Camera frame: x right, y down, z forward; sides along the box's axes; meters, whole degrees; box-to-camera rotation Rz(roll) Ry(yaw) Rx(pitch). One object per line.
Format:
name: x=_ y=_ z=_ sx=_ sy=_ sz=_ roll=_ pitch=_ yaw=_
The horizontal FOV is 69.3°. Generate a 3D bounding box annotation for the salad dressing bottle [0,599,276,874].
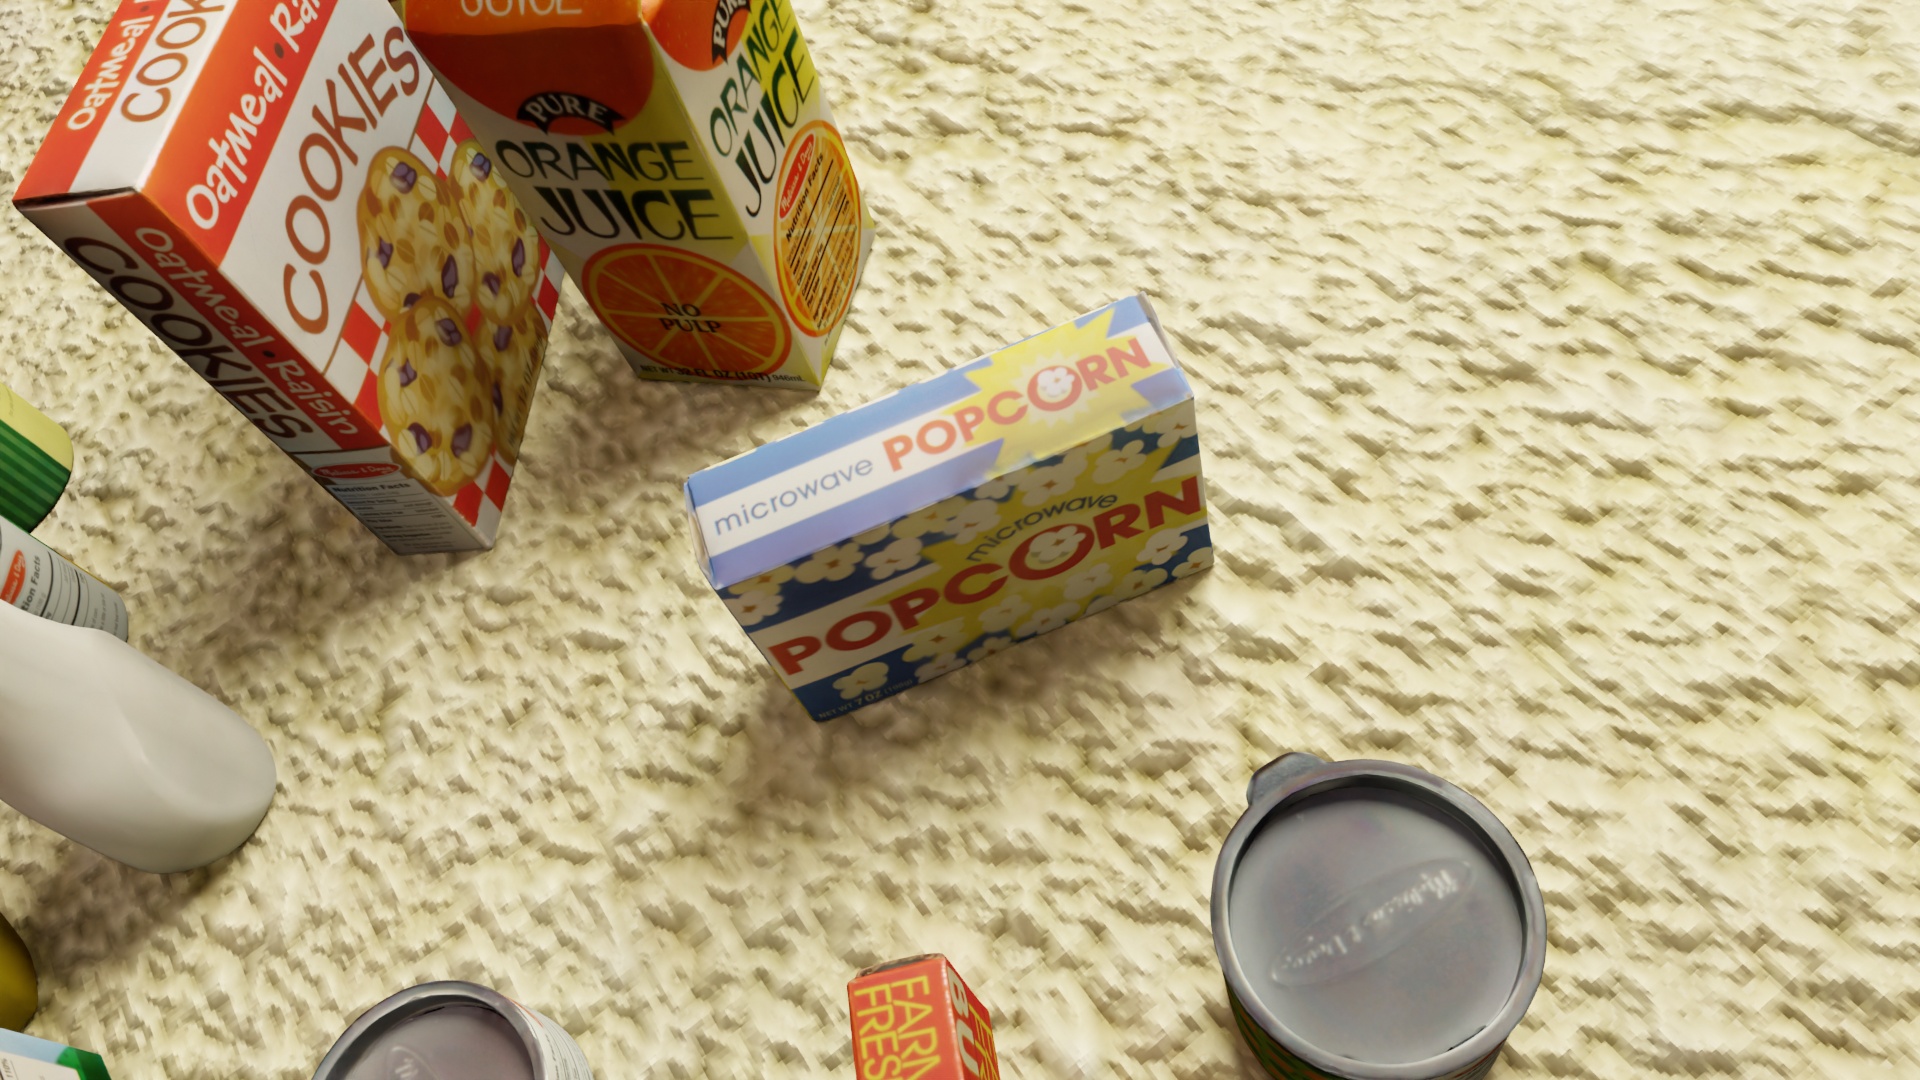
salad dressing bottle: x=-0.245 y=0.043 z=0.366 sx=0.044 sy=0.147 sz=0.064 roll=-34 pitch=57 yaw=-7

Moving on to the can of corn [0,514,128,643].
can of corn: x=-0.320 y=0.027 z=0.448 sx=0.071 sy=0.058 sz=0.071 roll=-6 pitch=58 yaw=10

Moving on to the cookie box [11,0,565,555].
cookie box: x=-0.186 y=-0.090 z=0.422 sx=0.040 sy=0.166 sz=0.123 roll=-4 pitch=59 yaw=12

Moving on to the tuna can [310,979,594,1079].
tuna can: x=-0.127 y=0.147 z=0.341 sx=0.071 sy=0.032 sz=0.071 roll=-6 pitch=58 yaw=10

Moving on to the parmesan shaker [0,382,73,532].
parmesan shaker: x=-0.370 y=-0.042 z=0.476 sx=0.071 sy=0.102 sz=0.071 roll=-6 pitch=58 yaw=10

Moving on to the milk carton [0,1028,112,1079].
milk carton: x=-0.264 y=0.139 z=0.286 sx=0.072 sy=0.189 sz=0.073 roll=-41 pitch=58 yaw=-11

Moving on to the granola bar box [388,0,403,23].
granola bar box: x=-0.159 y=-0.164 z=0.486 sx=0.165 sy=0.123 sz=0.039 roll=-17 pitch=57 yaw=3

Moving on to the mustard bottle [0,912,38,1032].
mustard bottle: x=-0.308 y=0.100 z=0.339 sx=0.065 sy=0.159 sz=0.049 roll=-41 pitch=59 yaw=-12

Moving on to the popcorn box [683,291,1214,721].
popcorn box: x=0.001 y=-0.005 z=0.371 sx=0.127 sy=0.085 sz=0.038 roll=-22 pitch=57 yaw=0

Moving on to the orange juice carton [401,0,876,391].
orange juice carton: x=-0.091 y=-0.130 z=0.407 sx=0.072 sy=0.192 sz=0.073 roll=6 pitch=61 yaw=17

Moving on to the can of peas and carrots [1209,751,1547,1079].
can of peas and carrots: x=0.089 y=0.088 z=0.308 sx=0.071 sy=0.058 sz=0.071 roll=-6 pitch=58 yaw=10

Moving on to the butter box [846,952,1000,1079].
butter box: x=-0.001 y=0.147 z=0.297 sx=0.024 sy=0.053 sz=0.104 roll=-15 pitch=57 yaw=5
